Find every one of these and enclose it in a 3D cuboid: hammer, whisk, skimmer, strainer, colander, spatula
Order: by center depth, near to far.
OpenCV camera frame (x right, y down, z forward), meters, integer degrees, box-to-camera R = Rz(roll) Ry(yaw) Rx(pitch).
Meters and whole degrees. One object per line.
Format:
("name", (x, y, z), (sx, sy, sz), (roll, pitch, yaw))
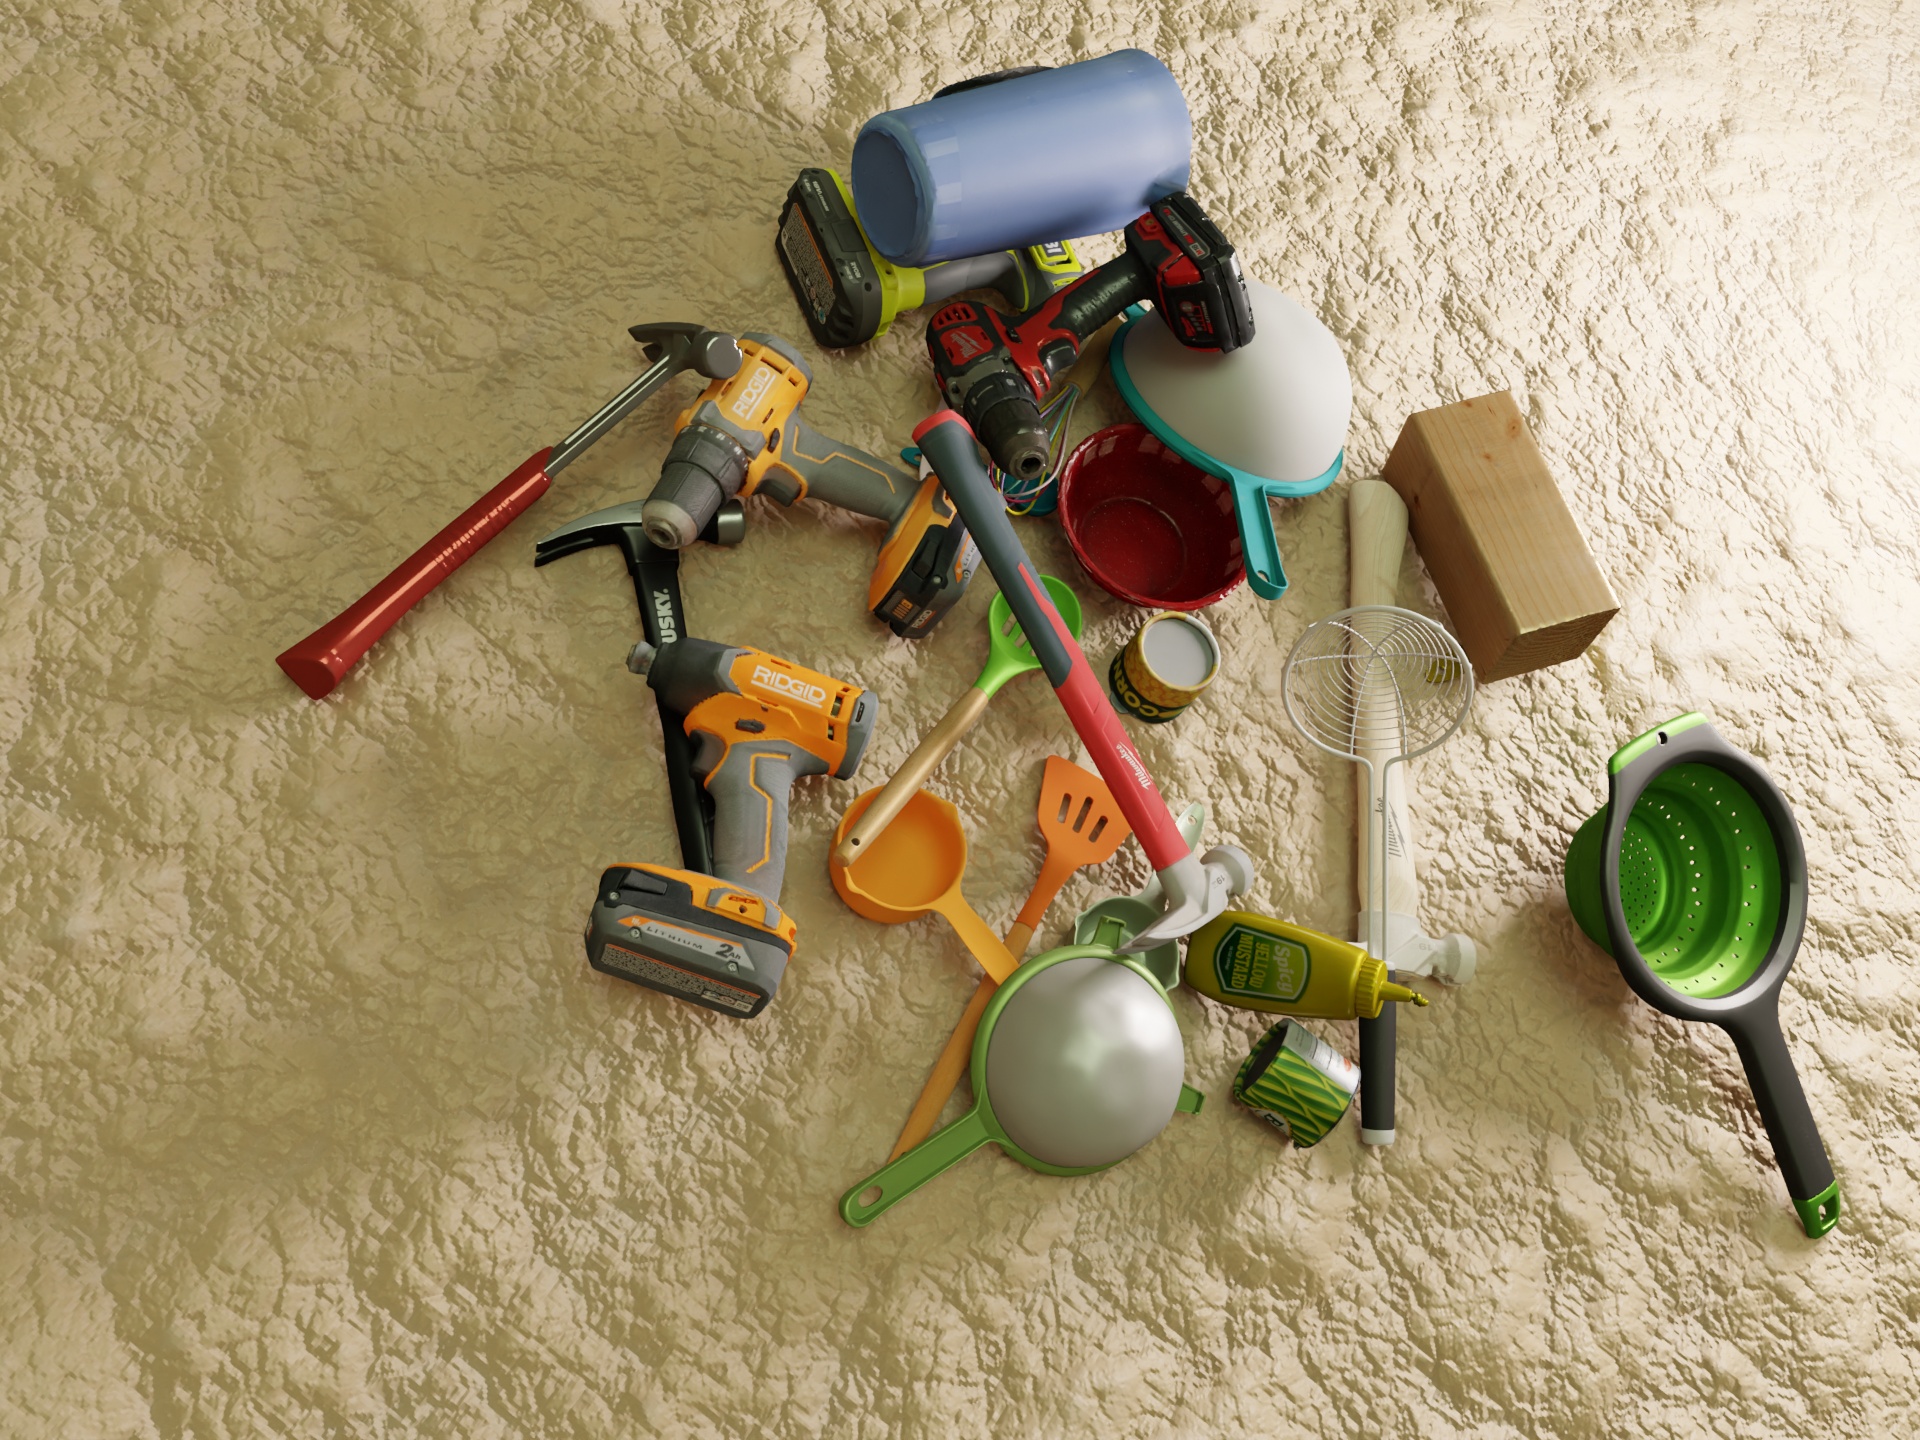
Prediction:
("strainer", (0.043, 0.244, 0.988), (0.256, 0.069, 0.151), (-29, 101, -20))
("hammer", (-0.191, 0.003, 1.062), (0.146, 0.035, 0.335), (-6, 70, -20))
("hammer", (0.062, -0.032, 1.062), (0.143, 0.038, 0.386), (-23, 82, -50))
("hammer", (-0.307, -0.149, 1.067), (0.359, 0.149, 0.036), (-45, 124, -18))
("spatula", (0.030, 0.162, 1.069), (0.081, 0.041, 0.323), (31, 66, -2))
("skimmer", (0.281, 0.107, 1.079), (0.127, 0.090, 0.363), (0, 85, 15))
("colander", (0.551, 0.195, 1.189), (0.204, 0.094, 0.397), (-23, 94, -25))
("strainer", (0.229, -0.233, 1.199), (0.211, 0.095, 0.341), (16, 44, -16))
("hammer", (0.310, -0.006, 1.219), (0.146, 0.038, 0.411), (10, 65, -11))
("whisk", (0.078, -0.240, 1.236), (0.047, 0.051, 0.245), (40, 51, -11))

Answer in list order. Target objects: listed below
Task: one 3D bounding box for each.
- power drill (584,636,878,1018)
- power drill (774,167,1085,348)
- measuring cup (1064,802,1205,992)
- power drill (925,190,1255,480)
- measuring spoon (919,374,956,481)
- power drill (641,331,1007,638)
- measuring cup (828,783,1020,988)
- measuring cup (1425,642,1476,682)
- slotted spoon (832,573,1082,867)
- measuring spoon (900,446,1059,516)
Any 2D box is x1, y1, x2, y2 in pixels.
("power drill", (-0.155, 0.053, 0.989), (0.164, 0.084, 0.227), (21, 58, -9))
("power drill", (-0.024, -0.381, 1.257), (0.223, 0.080, 0.171), (-16, 74, -27))
("measuring cup", (0.128, 0.128, 1.105), (0.083, 0.038, 0.168), (33, 60, -1))
("power drill", (0.095, -0.272, 1.151), (0.226, 0.080, 0.188), (-25, 46, 4))
("measuring spoon", (-0.014, -0.222, 1.220), (0.034, 0.018, 0.124), (14, 63, -2))
("power drill", (-0.098, -0.148, 1.107), (0.226, 0.084, 0.185), (32, 55, -10))
("measuring cup", (-0.017, 0.123, 1.055), (0.095, 0.052, 0.173), (-37, 84, -27))
("measuring cup", (0.439, -0.063, 1.294), (0.156, 0.029, 0.062), (-26, 72, -13))
("slotted spoon", (-0.002, -0.003, 1.090), (0.070, 0.031, 0.314), (37, 48, 2))
("measuring spoon", (0.015, -0.183, 1.218), (0.128, 0.021, 0.042), (16, 56, 0))
